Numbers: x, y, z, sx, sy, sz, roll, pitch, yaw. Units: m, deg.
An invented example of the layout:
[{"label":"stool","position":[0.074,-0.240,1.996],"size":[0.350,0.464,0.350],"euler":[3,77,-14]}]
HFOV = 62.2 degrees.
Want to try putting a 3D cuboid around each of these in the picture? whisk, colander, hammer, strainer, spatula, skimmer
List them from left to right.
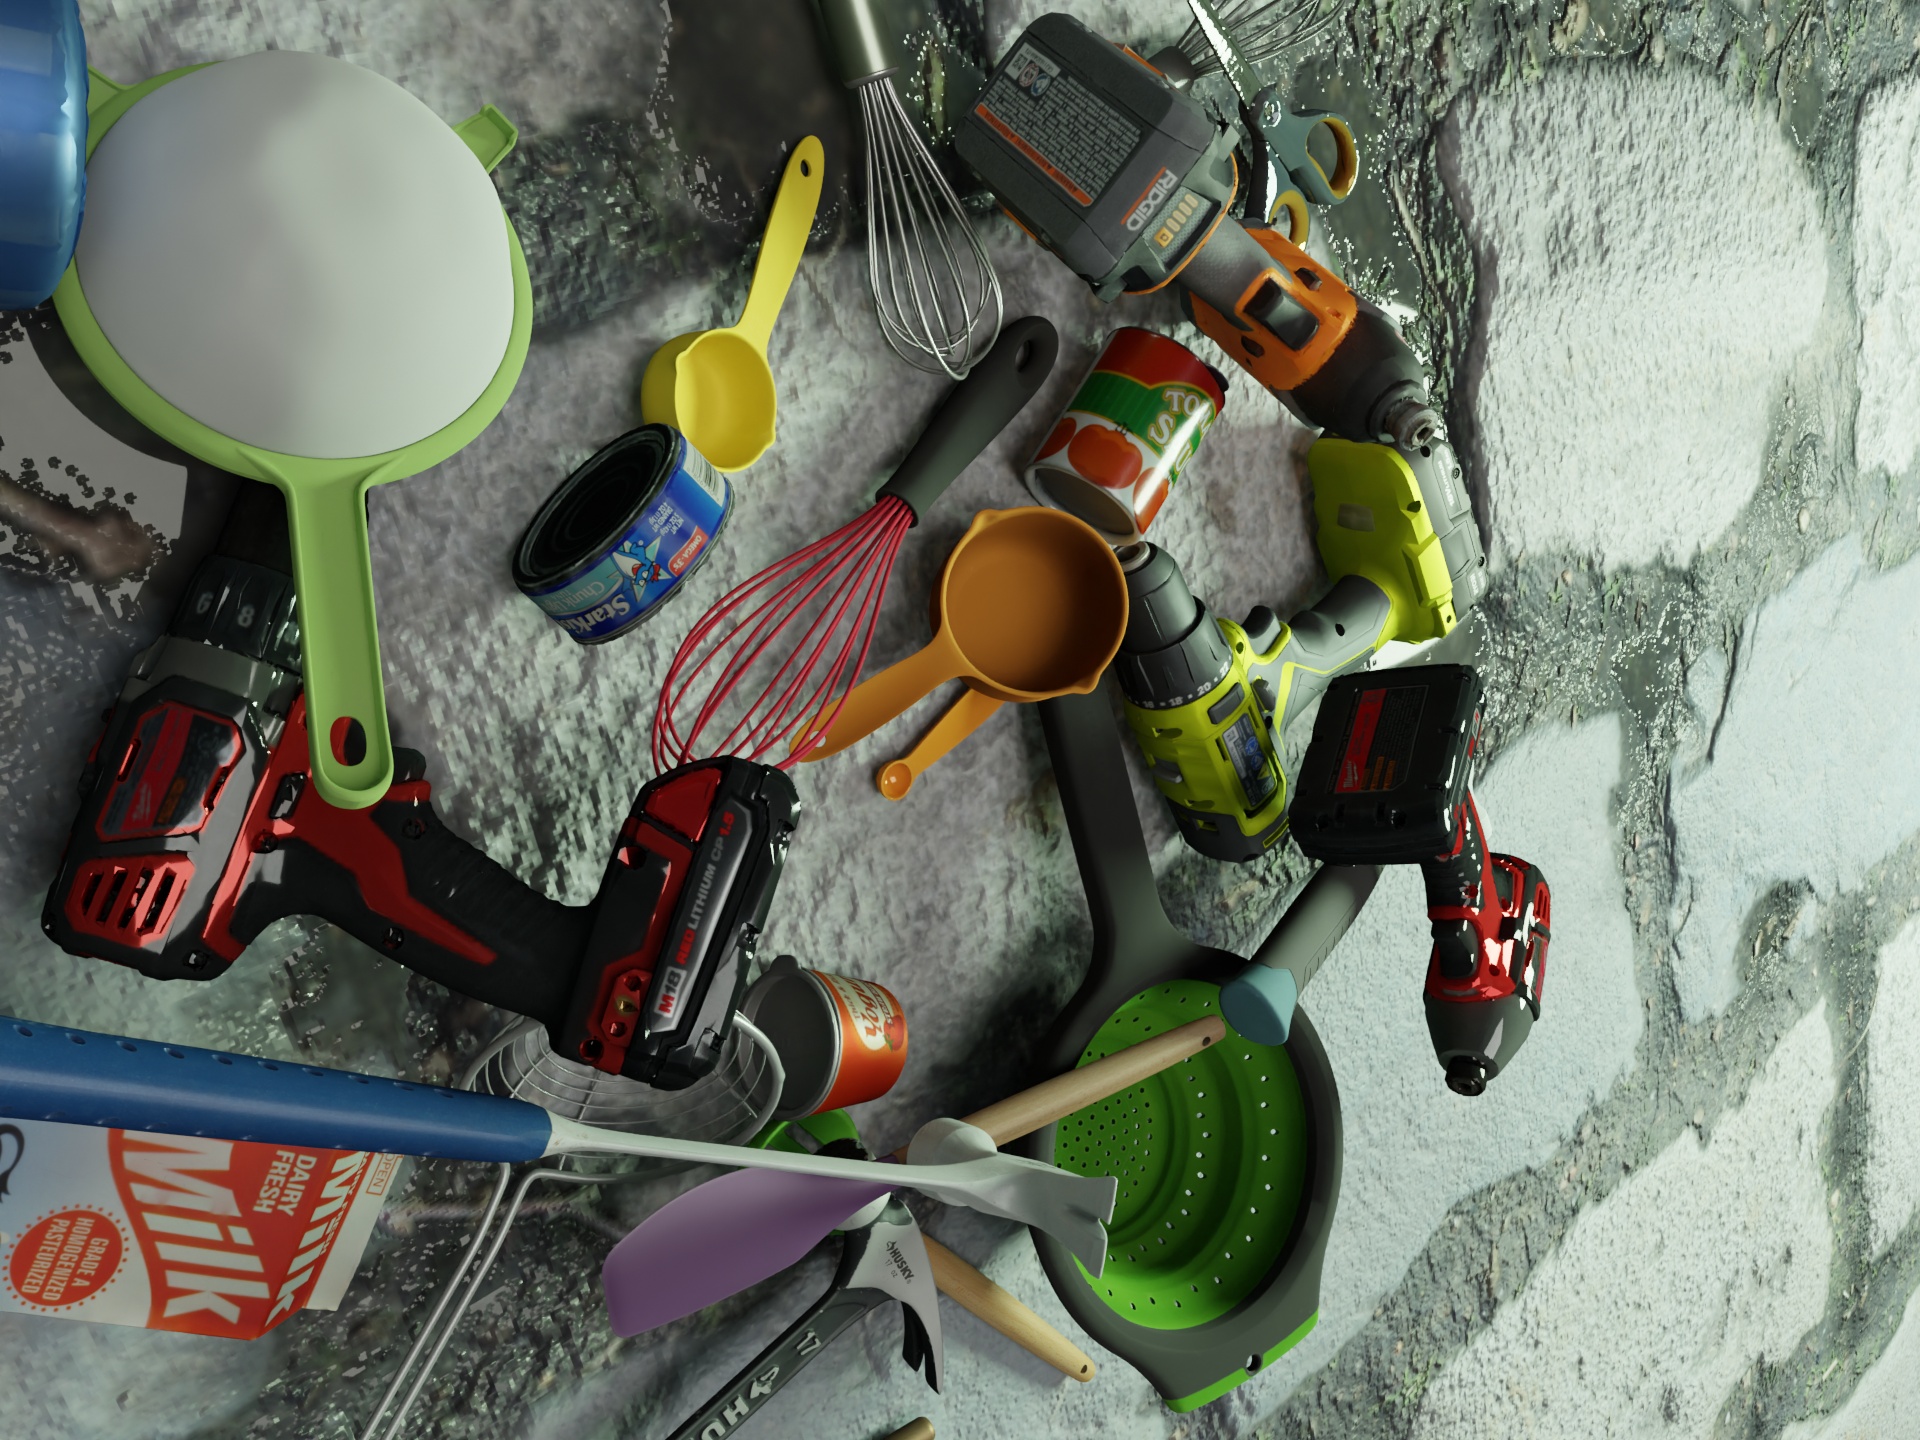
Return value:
[{"label":"strainer","position":[-0.196,-0.103,0.495],"size":[0.151,0.069,0.256],"euler":[-3,78,-31]},{"label":"skimmer","position":[-0.199,0.261,0.616],"size":[0.127,0.090,0.363],"euler":[38,76,-38]},{"label":"hammer","position":[-0.169,0.360,0.677],"size":[0.409,0.036,0.149],"euler":[-38,125,-21]},{"label":"hammer","position":[-0.128,0.139,0.530],"size":[0.405,0.144,0.035],"euler":[16,79,-30]},{"label":"whisk","position":[-0.038,-0.079,0.695],"size":[0.296,0.073,0.073],"euler":[-54,127,-24]},{"label":"whisk","position":[-0.034,-0.262,0.668],"size":[0.059,0.058,0.246],"euler":[-57,133,-59]},{"label":"spatula","position":[-0.006,0.185,0.698],"size":[0.316,0.018,0.059],"euler":[-15,115,-29]},{"label":"colander","position":[0.073,0.140,0.819],"size":[0.204,0.094,0.397],"euler":[-16,93,-33]},{"label":"whisk","position":[0.101,-0.314,0.761],"size":[0.239,0.055,0.055],"euler":[-40,121,-20]},{"label":"hammer","position":[0.224,0.078,0.883],"size":[0.331,0.033,0.128],"euler":[-37,112,-49]}]

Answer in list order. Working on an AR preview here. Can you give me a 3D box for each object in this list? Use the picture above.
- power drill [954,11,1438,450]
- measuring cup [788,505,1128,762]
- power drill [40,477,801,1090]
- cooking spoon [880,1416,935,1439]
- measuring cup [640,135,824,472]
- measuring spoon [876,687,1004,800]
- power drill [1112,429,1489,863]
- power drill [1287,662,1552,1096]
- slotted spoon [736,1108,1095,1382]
[{"label":"power drill","position":[0.118,-0.199,0.702],"size":[0.226,0.164,0.084],"euler":[21,116,-46]},{"label":"measuring cup","position":[-0.006,-0.029,0.730],"size":[0.173,0.052,0.095],"euler":[-33,92,-10]},{"label":"power drill","position":[-0.173,0.019,0.552],"size":[0.226,0.080,0.188],"euler":[19,79,-10]},{"label":"cooking spoon","position":[-0.142,0.414,0.741],"size":[0.319,0.017,0.068],"euler":[-21,112,-33]},{"label":"measuring cup","position":[-0.090,-0.174,0.656],"size":[0.062,0.029,0.157],"euler":[37,64,-50]},{"label":"measuring spoon","position":[-0.001,-0.002,0.770],"size":[0.117,0.011,0.021],"euler":[-44,127,-27]},{"label":"power drill","position":[0.174,-0.060,0.850],"size":[0.228,0.080,0.190],"euler":[-42,125,-21]},{"label":"power drill","position":[0.252,0.087,0.833],"size":[0.219,0.078,0.143],"euler":[56,44,-34]},{"label":"slotted spoon","position":[-0.013,0.278,0.809],"size":[0.070,0.031,0.313],"euler":[-55,128,-16]}]
